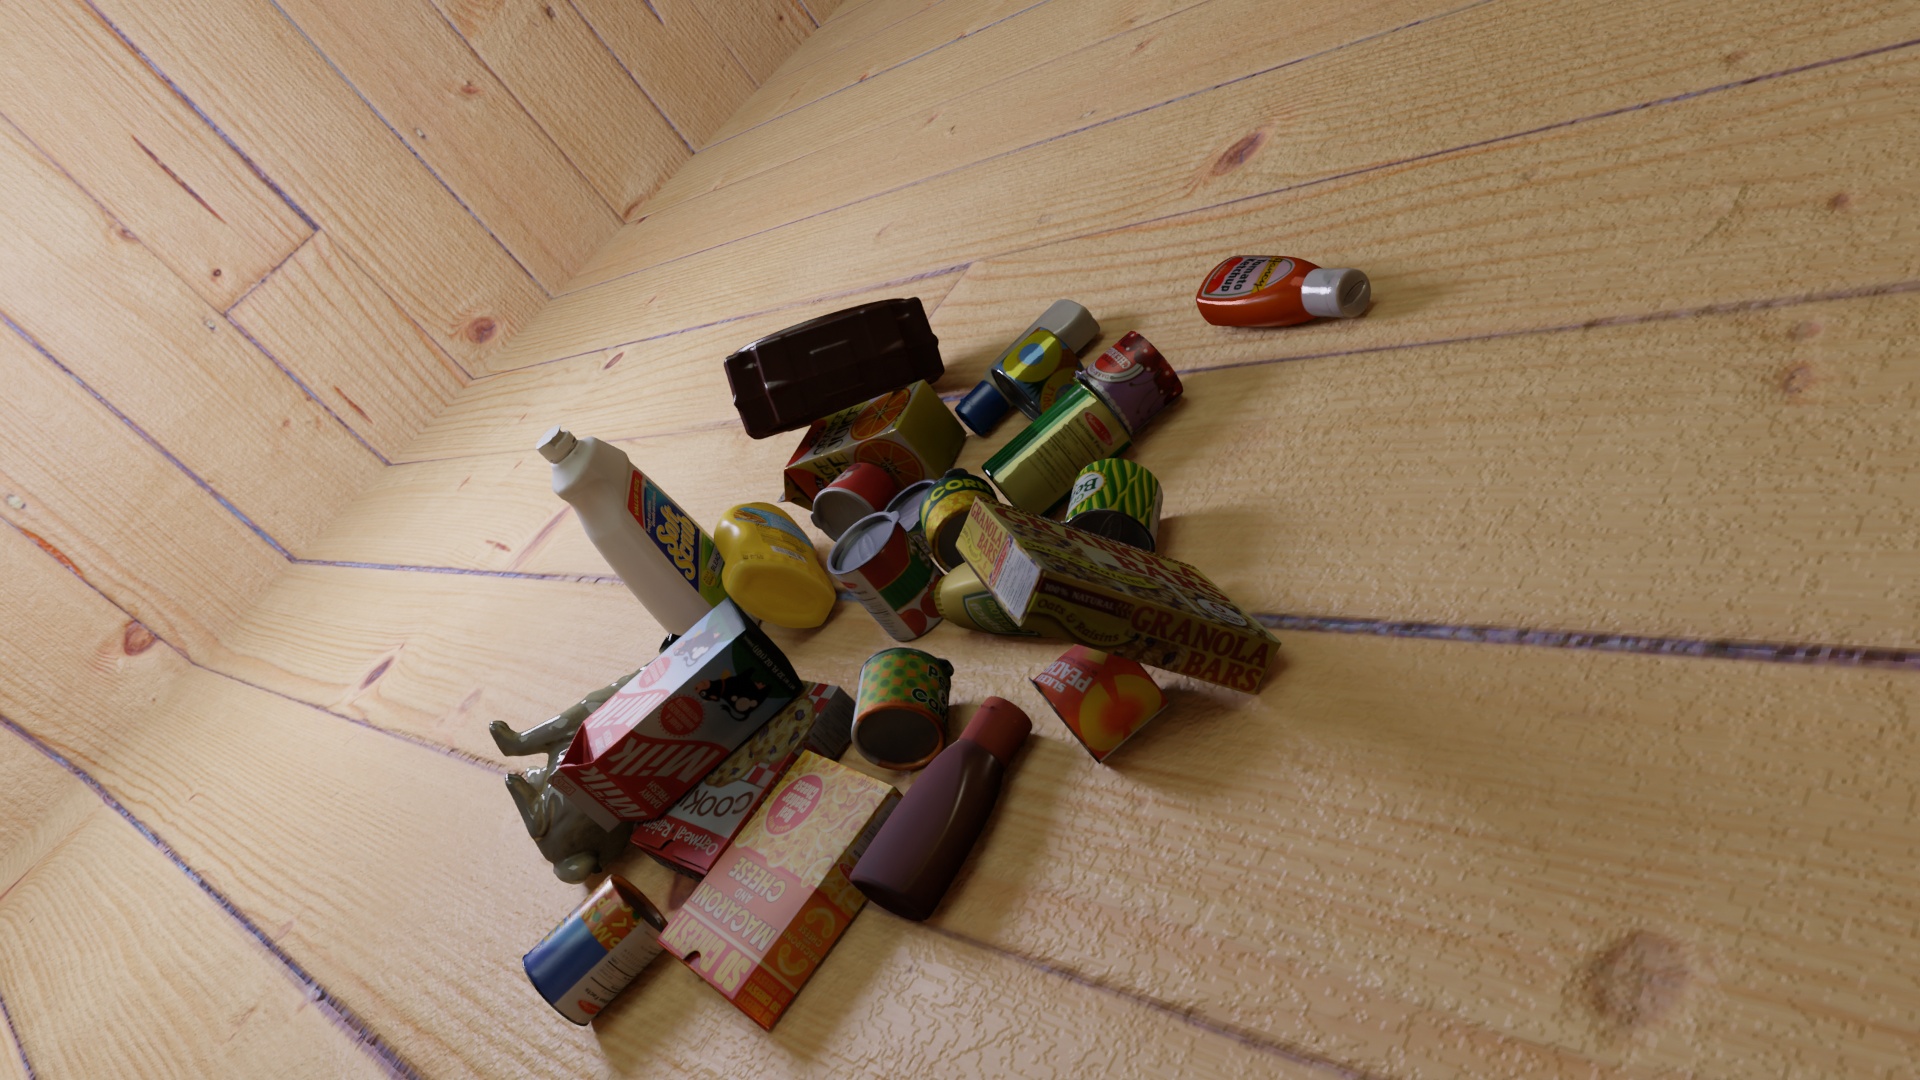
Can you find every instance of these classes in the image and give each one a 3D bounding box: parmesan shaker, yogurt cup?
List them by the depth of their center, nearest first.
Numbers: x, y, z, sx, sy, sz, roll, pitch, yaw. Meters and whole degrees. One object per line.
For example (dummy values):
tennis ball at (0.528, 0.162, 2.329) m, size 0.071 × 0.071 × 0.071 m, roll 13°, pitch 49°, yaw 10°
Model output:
parmesan shaker at (0.074, -0.069, 1.098) m, size 0.103 × 0.071 × 0.071 m, roll -40°, pitch 28°, yaw 0°
yogurt cup at (-0.092, -0.034, 1.257) m, size 0.072 × 0.072 × 0.054 m, roll -15°, pitch 29°, yaw 38°

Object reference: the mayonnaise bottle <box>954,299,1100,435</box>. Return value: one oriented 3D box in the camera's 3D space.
mayonnaise bottle at (0.059, -0.159, 1.280) m, size 0.148 × 0.041 × 0.065 m, roll -45°, pitch 27°, yaw -6°

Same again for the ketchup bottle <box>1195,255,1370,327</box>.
ketchup bottle at (0.254, -0.195, 1.091) m, size 0.065 × 0.043 × 0.149 m, roll -48°, pitch 30°, yaw -15°

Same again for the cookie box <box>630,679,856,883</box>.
cookie box at (-0.162, 0.180, 1.055) m, size 0.123 × 0.040 × 0.168 m, roll 1°, pitch 49°, yaw 51°

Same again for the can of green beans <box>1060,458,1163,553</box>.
can of green beans at (0.108, -0.016, 0.984) m, size 0.071 × 0.071 × 0.058 m, roll -21°, pitch 33°, yaw 32°

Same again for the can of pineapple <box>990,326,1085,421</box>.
can of pineapple at (0.071, -0.143, 1.216) m, size 0.058 × 0.071 × 0.071 m, roll -43°, pitch 28°, yaw -6°

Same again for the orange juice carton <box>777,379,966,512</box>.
orange juice carton at (-0.095, -0.080, 1.315) m, size 0.192 × 0.073 × 0.072 m, roll -15°, pitch 37°, yaw 39°

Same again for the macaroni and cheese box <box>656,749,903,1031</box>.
macaroni and cheese box at (-0.116, 0.227, 0.932) m, size 0.167 × 0.040 × 0.123 m, roll -51°, pitch 29°, yaw -20°

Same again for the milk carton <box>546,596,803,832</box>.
milk carton at (-0.221, 0.140, 1.064) m, size 0.191 × 0.072 × 0.073 m, roll -42°, pitch 27°, yaw -4°

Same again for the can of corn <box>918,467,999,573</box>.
can of corn at (0.004, -0.014, 1.103) m, size 0.071 × 0.071 × 0.058 m, roll -36°, pitch 29°, yaw 7°

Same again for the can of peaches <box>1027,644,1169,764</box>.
can of peaches at (0.084, 0.092, 0.852) m, size 0.058 × 0.071 × 0.071 m, roll -39°, pitch 28°, yaw -1°

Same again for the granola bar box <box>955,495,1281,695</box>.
granola bar box at (0.092, 0.032, 0.836) m, size 0.039 × 0.165 × 0.124 m, roll -67°, pitch 24°, yaw 14°

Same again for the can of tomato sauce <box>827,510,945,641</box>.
can of tomato sauce at (-0.053, 0.027, 1.098) m, size 0.071 × 0.083 × 0.071 m, roll -30°, pitch 30°, yaw 19°

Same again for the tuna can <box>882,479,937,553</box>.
tuna can at (-0.036, -0.017, 1.195) m, size 0.071 × 0.032 × 0.071 m, roll -30°, pitch 30°, yaw 19°

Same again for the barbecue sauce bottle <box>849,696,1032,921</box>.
barbecue sauce bottle at (-0.007, 0.167, 0.884) m, size 0.065 × 0.043 × 0.149 m, roll 0°, pitch 47°, yaw 51°

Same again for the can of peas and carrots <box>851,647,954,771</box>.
can of peas and carrots at (-0.039, 0.117, 0.971) m, size 0.071 × 0.070 × 0.059 m, roll -28°, pitch 31°, yaw 22°

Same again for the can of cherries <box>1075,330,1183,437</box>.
can of cherries at (0.134, -0.126, 1.107) m, size 0.058 × 0.071 × 0.072 m, roll -40°, pitch 28°, yaw 0°

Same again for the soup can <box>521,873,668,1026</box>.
soup can at (-0.258, 0.287, 0.986) m, size 0.084 × 0.071 × 0.071 m, roll -44°, pitch 28°, yaw -8°

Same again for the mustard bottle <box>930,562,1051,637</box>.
mustard bottle at (0.025, 0.040, 1.012) m, size 0.160 × 0.065 × 0.049 m, roll -9°, pitch 35°, yaw 53°
